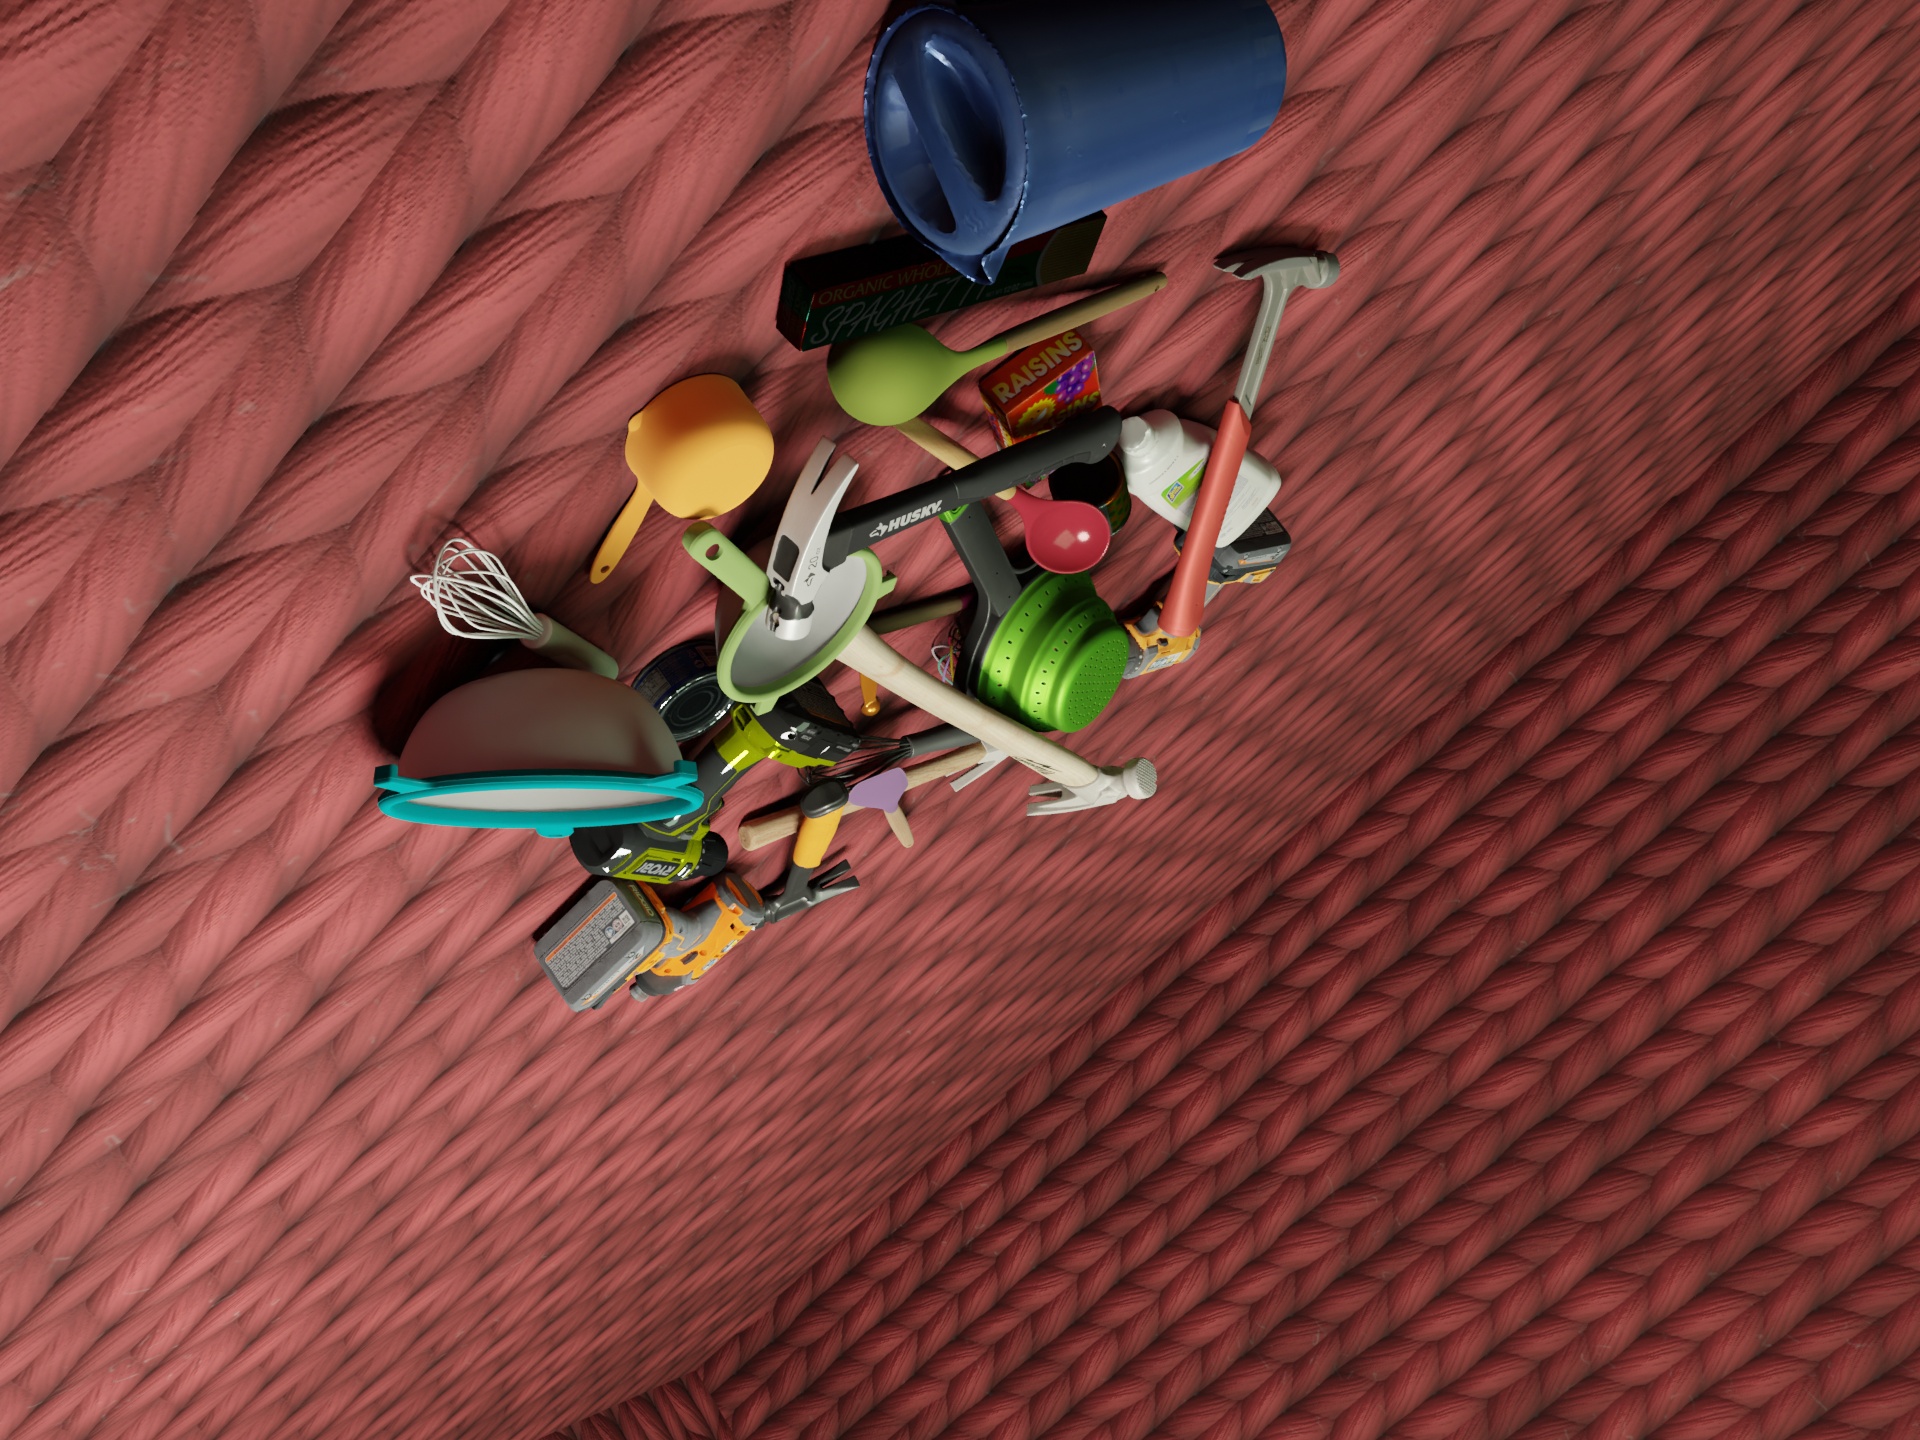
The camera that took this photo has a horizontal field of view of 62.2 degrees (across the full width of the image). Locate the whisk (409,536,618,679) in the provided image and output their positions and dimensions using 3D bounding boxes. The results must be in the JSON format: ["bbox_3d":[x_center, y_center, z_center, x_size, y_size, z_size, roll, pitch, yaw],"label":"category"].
[{"bbox_3d":[-0.282,-0.060,1.042,0.058,0.059,0.246,-2,167,12],"label":"whisk"}]

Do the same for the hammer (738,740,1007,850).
[{"bbox_3d":[-0.074,0.066,1.605,0.331,0.031,0.130,-19,164,-31],"label":"hammer"}]

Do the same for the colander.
[{"bbox_3d":[0.068,-0.090,1.406,0.204,0.095,0.396,-53,152,-11],"label":"colander"}]

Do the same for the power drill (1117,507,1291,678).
[{"bbox_3d":[0.220,-0.127,1.664,0.185,0.084,0.226,-15,153,-43],"label":"power drill"}]

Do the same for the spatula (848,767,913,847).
[{"bbox_3d":[-0.070,0.093,1.604,0.060,0.018,0.315,-22,164,-2],"label":"spatula"}]

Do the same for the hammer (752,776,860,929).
[{"bbox_3d":[-0.140,0.126,1.555,0.127,0.034,0.336,-22,163,-20],"label":"hammer"}]

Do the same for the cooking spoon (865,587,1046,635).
[{"bbox_3d":[-0.022,-0.100,1.410,0.319,0.017,0.068,-20,146,-40],"label":"cooking spoon"}]

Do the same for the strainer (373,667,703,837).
[{"bbox_3d":[-0.294,0.026,1.135,0.211,0.095,0.340,-1,171,-12],"label":"strainer"}]

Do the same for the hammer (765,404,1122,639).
[{"bbox_3d":[0.001,-0.172,1.141,0.335,0.035,0.146,-28,149,-38],"label":"hammer"}]

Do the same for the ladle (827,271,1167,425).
[{"bbox_3d":[0.037,-0.282,1.133,0.320,0.062,0.078,-31,154,-37],"label":"ladle"}]

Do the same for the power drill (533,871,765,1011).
[{"bbox_3d":[-0.299,0.216,1.511,0.164,0.084,0.226,-43,162,12],"label":"power drill"}]

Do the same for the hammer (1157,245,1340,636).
[{"bbox_3d":[0.228,-0.233,1.388,0.149,0.037,0.358,-19,134,-42],"label":"hammer"}]

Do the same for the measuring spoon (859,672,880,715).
[{"bbox_3d":[-0.081,-0.034,1.453,0.021,0.011,0.116,-31,157,-18],"label":"measuring spoon"}]

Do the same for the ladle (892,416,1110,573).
[{"bbox_3d":[0.023,-0.185,1.230,0.069,0.031,0.315,-41,146,18],"label":"ladle"}]

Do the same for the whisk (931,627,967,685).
[{"bbox_3d":[0.010,-0.035,1.563,0.051,0.047,0.244,-26,162,-1],"label":"whisk"}]

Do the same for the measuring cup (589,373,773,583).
[{"bbox_3d":[-0.185,-0.139,1.026,0.095,0.052,0.173,-4,138,-55],"label":"measuring cup"}]

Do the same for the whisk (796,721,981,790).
[{"bbox_3d":[-0.053,0.024,1.531,0.239,0.055,0.055,-15,148,-36],"label":"whisk"}]

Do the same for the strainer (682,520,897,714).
[{"bbox_3d":[-0.149,-0.102,1.129,0.151,0.069,0.256,-45,158,1],"label":"strainer"}]

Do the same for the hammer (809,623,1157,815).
[{"bbox_3d":[-0.002,-0.004,1.403,0.146,0.038,0.410,-14,149,40],"label":"hammer"}]

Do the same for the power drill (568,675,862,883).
[{"bbox_3d":[-0.200,0.057,1.361,0.228,0.080,0.190,-41,158,11],"label":"power drill"}]
